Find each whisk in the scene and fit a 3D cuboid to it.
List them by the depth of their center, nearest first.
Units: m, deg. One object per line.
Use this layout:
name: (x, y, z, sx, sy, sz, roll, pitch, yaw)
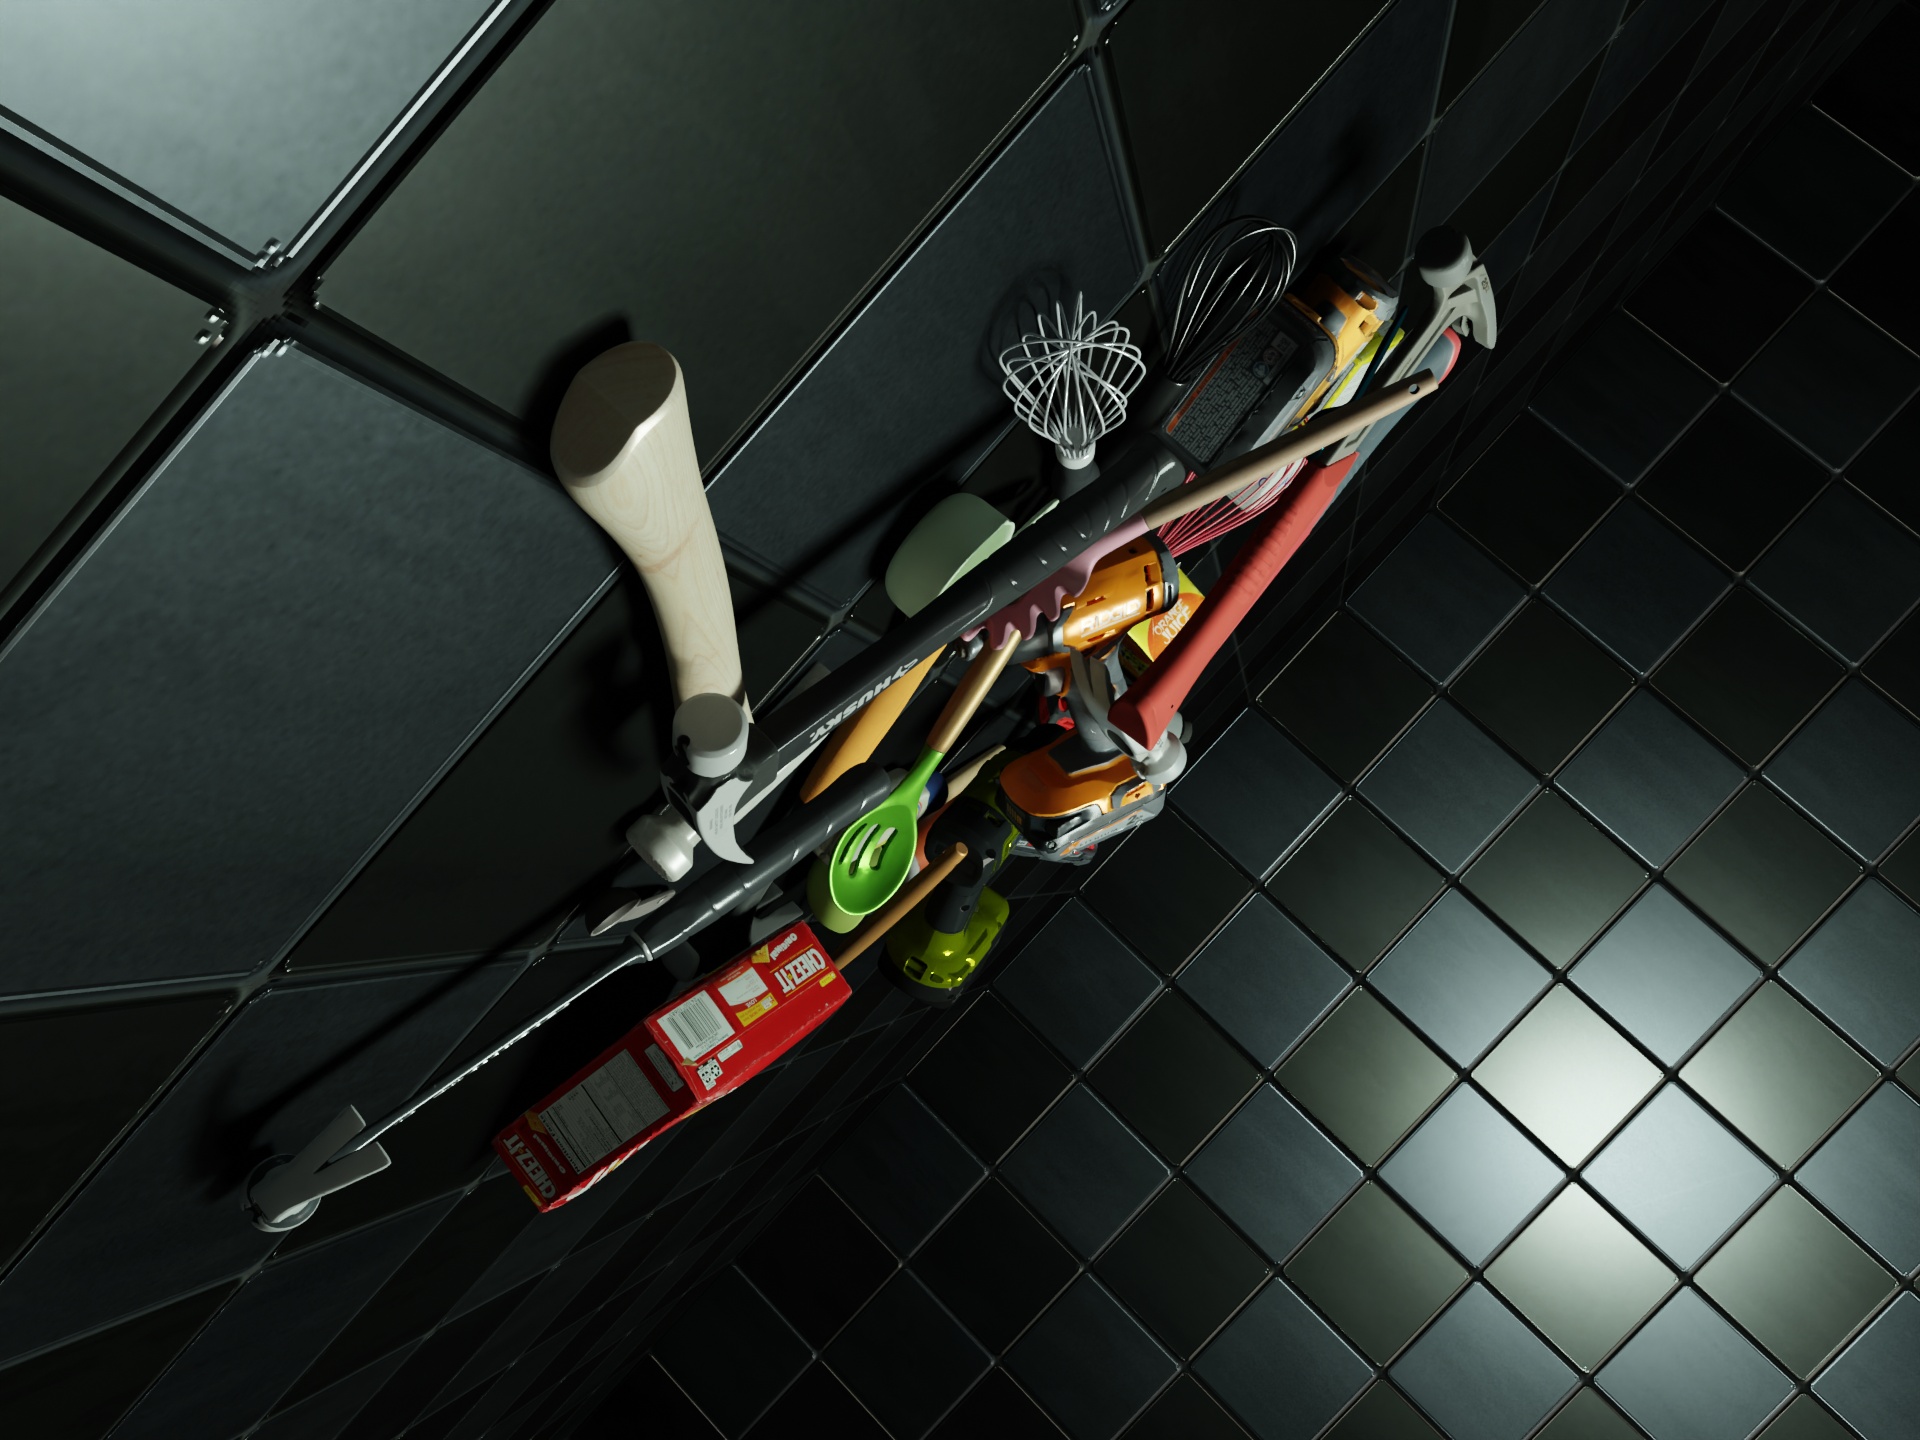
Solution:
whisk: (0.063, -0.158, 0.863, 0.070, 0.070, 0.284, -47, 172, -1)
whisk: (0.123, -0.205, 0.941, 0.055, 0.055, 0.239, -37, 169, -39)
whisk: (0.161, -0.137, 1.256, 0.296, 0.073, 0.073, -44, 169, 11)

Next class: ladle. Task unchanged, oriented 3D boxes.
ladle: (-0.029, 0.085, 1.322, 0.078, 0.062, 0.320, -49, 171, 33)

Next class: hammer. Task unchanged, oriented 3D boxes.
hammer: (-0.107, -0.041, 0.695, 0.146, 0.038, 0.410, -45, 168, -17)
hammer: (-0.008, -0.048, 0.793, 0.335, 0.035, 0.146, -37, 164, -25)
hammer: (-0.183, 0.127, 0.849, 0.409, 0.036, 0.149, -35, -179, -38)
hammer: (0.216, -0.133, 1.009, 0.359, 0.037, 0.149, -54, 155, 5)
hammer: (-0.083, 0.040, 1.038, 0.127, 0.034, 0.336, -27, 157, -55)
hammer: (0.220, -0.140, 1.098, 0.386, 0.038, 0.143, -51, 139, -11)

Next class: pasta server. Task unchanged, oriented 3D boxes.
pasta server: (0.135, -0.131, 0.954, 0.316, 0.060, 0.040, -25, -163, 15)

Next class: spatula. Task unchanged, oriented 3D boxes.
spatula: (-0.097, 0.180, 1.297, 0.322, 0.041, 0.081, -44, 175, 37)

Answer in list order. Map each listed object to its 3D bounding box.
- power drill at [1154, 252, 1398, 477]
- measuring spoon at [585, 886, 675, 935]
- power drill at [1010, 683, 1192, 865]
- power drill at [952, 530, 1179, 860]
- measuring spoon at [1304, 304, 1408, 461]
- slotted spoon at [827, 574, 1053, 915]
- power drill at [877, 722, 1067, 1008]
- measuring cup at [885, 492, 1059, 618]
power drill: (0.200, -0.220, 1.077, 0.185, 0.084, 0.226, -53, 171, 32)
measuring spoon: (-0.193, 0.105, 0.934, 0.034, 0.018, 0.124, -40, 175, 4)
power drill: (0.113, 0.043, 1.474, 0.219, 0.143, 0.079, 119, -24, -49)
power drill: (0.073, -0.013, 1.129, 0.164, 0.084, 0.226, -21, 131, -21)
measuring spoon: (0.258, -0.225, 1.052, 0.128, 0.021, 0.042, -59, 165, -10)
slotted spoon: (-0.002, -0.003, 1.044, 0.070, 0.031, 0.313, 16, 113, -43)
power drill: (0.018, 0.118, 1.343, 0.190, 0.080, 0.228, -46, 163, -48)
measuring cup: (0.011, -0.107, 0.898, 0.083, 0.038, 0.167, -55, 173, 35)
